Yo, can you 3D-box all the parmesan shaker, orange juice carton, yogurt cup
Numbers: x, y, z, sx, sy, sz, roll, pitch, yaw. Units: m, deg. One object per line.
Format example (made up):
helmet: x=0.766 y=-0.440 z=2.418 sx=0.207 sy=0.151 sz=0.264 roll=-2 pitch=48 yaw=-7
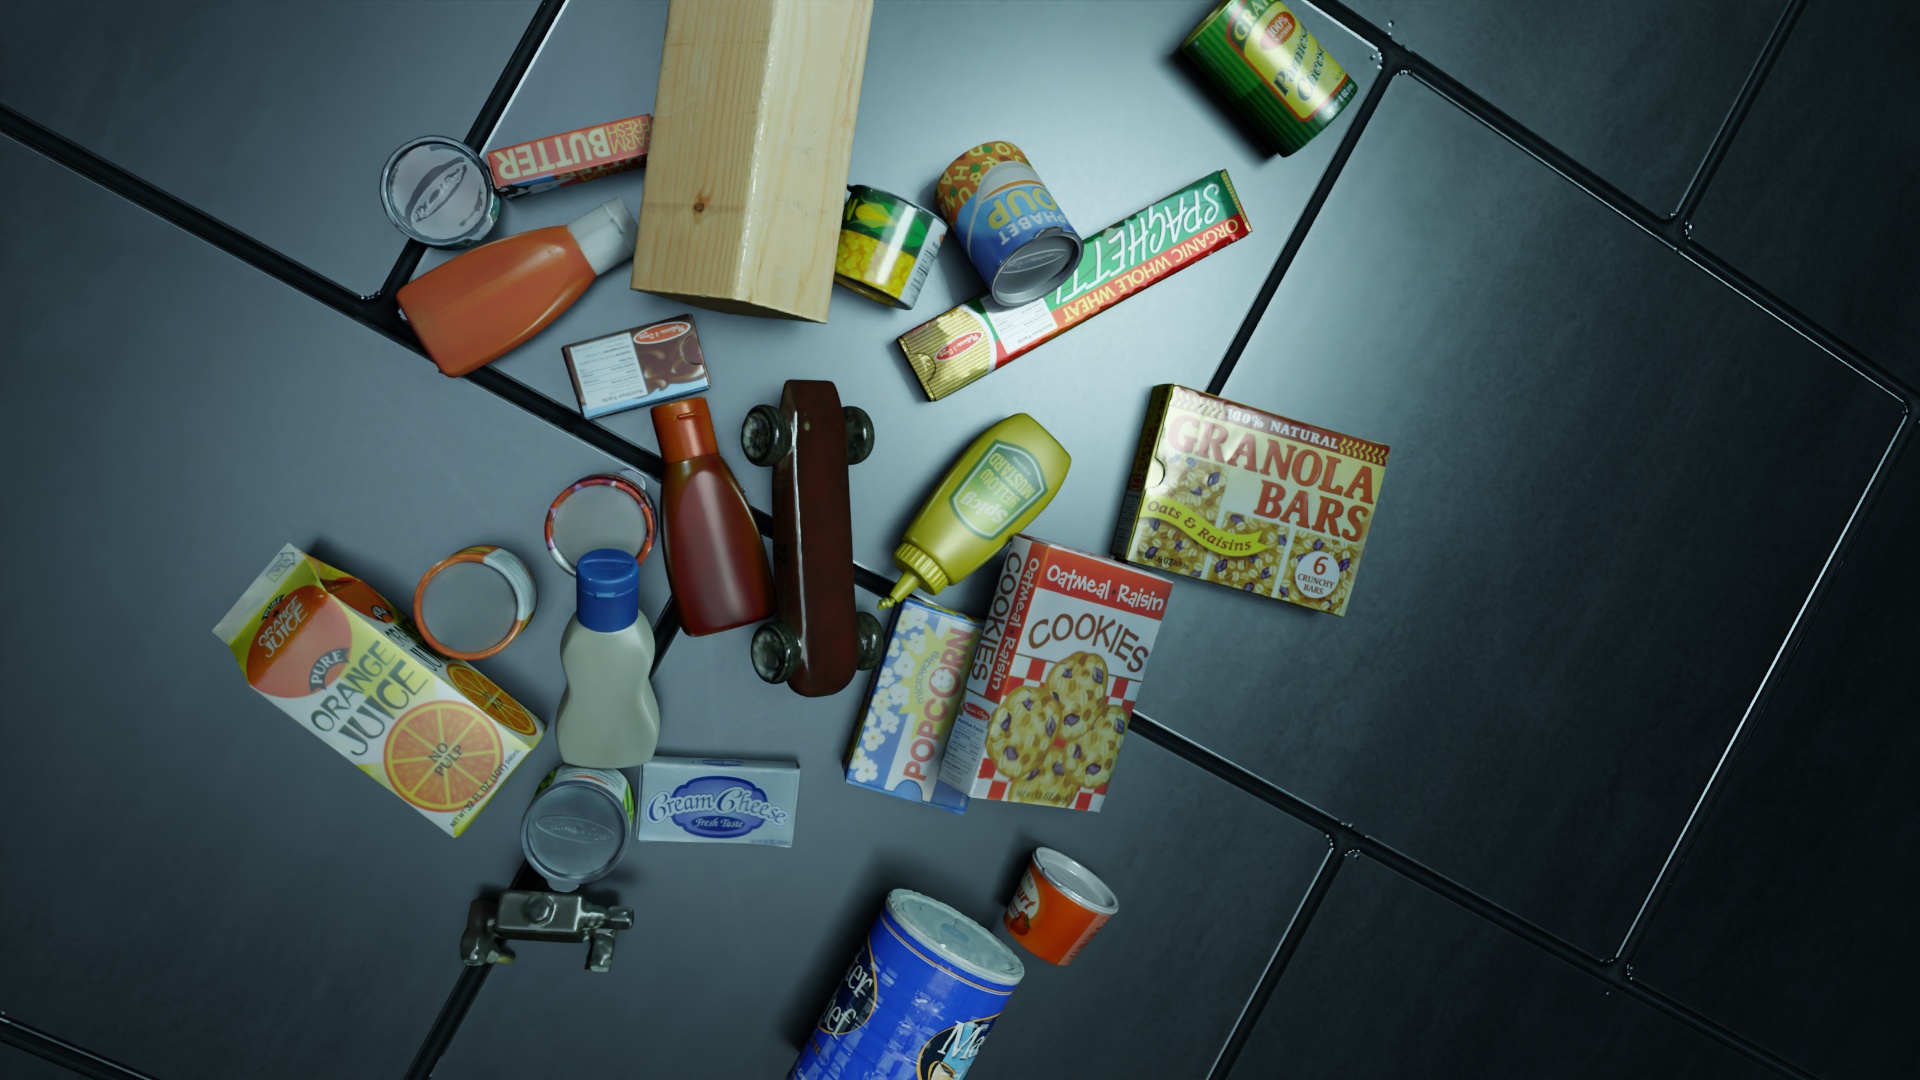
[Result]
parmesan shaker: x=0.207 y=-0.317 z=0.924 sx=0.103 sy=0.071 sz=0.071 roll=43 pitch=87 yaw=-11
orange juice carton: x=-0.356 y=0.089 z=0.851 sx=0.192 sy=0.073 sz=0.072 roll=41 pitch=87 yaw=-10
yogurt cup: x=0.065 y=0.250 z=0.943 sx=0.072 sy=0.072 sz=0.054 roll=31 pitch=97 yaw=-11

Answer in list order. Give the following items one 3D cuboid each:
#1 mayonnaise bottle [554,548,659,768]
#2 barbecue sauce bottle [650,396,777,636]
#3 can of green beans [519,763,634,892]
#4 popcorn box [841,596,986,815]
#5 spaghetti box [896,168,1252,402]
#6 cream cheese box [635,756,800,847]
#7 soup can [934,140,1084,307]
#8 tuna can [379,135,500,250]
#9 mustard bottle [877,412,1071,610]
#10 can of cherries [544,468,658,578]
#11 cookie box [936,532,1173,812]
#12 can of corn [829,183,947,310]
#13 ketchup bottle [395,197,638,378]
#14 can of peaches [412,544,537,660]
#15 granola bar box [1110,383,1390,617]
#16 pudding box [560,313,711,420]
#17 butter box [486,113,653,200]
mayonnaise bottle: x=-0.218 y=0.075 z=0.858 sx=0.065 sy=0.041 sz=0.147 roll=3 pitch=123 yaw=-11
barbecue sauce bottle: x=-0.164 y=-0.016 z=0.891 sx=0.065 sy=0.043 sz=0.148 roll=-15 pitch=96 yaw=-21
can of green beans: x=-0.243 y=0.178 z=0.885 sx=0.071 sy=0.058 sz=0.071 roll=-1 pitch=95 yaw=-10
popcorn box: x=-0.020 y=0.109 z=0.929 sx=0.085 sy=0.038 sz=0.126 roll=18 pitch=91 yaw=-12
spaghetti box: x=0.077 y=-0.171 z=0.930 sx=0.250 sy=0.029 sz=0.050 roll=-29 pitch=99 yaw=-7
cream cheese box: x=-0.160 y=0.172 z=0.916 sx=0.104 sy=0.024 sz=0.053 roll=4 pitch=93 yaw=-10
soup can: x=0.031 y=-0.203 z=0.882 sx=0.071 sy=0.071 sz=0.084 roll=-26 pitch=67 yaw=-7
tuna can: x=-0.317 y=-0.211 z=0.855 sx=0.071 sy=0.033 sz=0.071 roll=-1 pitch=95 yaw=-10
mustard bottle: x=0.003 y=-0.011 z=0.908 sx=0.065 sy=0.048 sz=0.160 roll=43 pitch=76 yaw=-4
can of cherries: x=-0.224 y=-0.011 z=0.874 sx=0.071 sy=0.058 sz=0.071 roll=-1 pitch=95 yaw=-10
cookie box: x=0.064 y=0.089 z=0.916 sx=0.123 sy=0.040 sz=0.167 roll=16 pitch=91 yaw=-40
can of corn: x=-0.052 y=-0.187 z=0.888 sx=0.071 sy=0.071 sz=0.058 roll=23 pitch=91 yaw=-11
ketchup bottle: x=-0.268 y=-0.162 z=0.862 sx=0.149 sy=0.043 sz=0.064 roll=-31 pitch=99 yaw=-7
can of peaches: x=-0.303 y=0.039 z=0.864 sx=0.071 sy=0.058 sz=0.071 roll=-1 pitch=95 yaw=-10
granola bar box: x=0.200 y=-0.027 z=0.957 sx=0.166 sy=0.039 sz=0.124 roll=14 pitch=91 yaw=-11
pudding box: x=-0.205 y=-0.110 z=0.884 sx=0.084 sy=0.030 sz=0.049 roll=-16 pitch=96 yaw=-8
butter box: x=-0.236 y=-0.237 z=0.857 sx=0.104 sy=0.053 sz=0.024 roll=-16 pitch=99 yaw=-8
